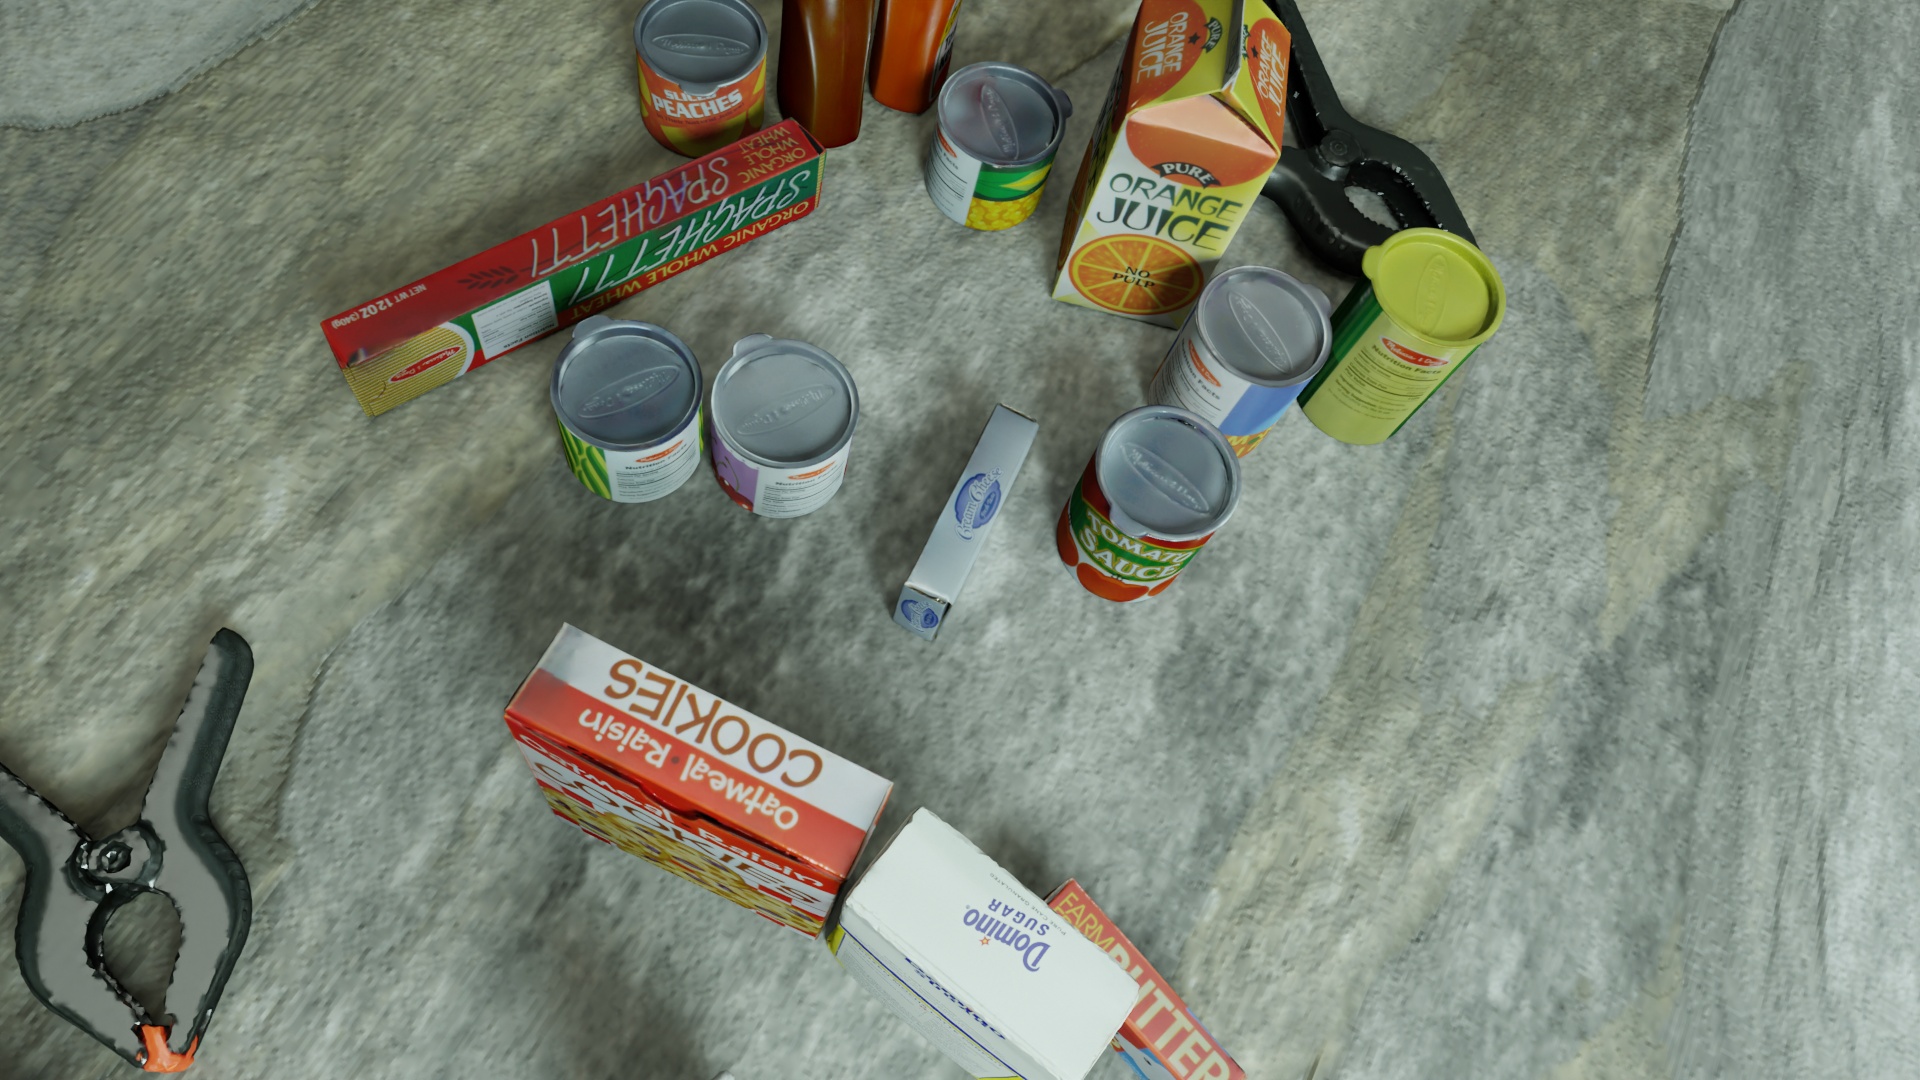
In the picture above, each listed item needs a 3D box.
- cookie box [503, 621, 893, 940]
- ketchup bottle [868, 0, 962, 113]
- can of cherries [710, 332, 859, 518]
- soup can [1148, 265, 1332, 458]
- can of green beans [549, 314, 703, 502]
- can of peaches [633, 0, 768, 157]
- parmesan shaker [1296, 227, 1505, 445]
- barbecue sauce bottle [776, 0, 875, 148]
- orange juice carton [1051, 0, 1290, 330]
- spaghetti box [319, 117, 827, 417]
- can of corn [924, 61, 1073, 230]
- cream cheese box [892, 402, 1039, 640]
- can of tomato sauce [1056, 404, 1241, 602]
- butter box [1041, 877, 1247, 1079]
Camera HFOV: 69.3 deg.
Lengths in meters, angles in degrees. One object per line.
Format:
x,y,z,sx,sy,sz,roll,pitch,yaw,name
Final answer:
-0.096,0.099,0.519,0.123,0.166,0.040,25,66,1,cookie box
-0.018,-0.289,0.709,0.043,0.148,0.065,15,66,-3,ketchup bottle
-0.083,-0.053,0.646,0.071,0.058,0.072,4,67,-8,can of cherries
0.138,-0.086,0.685,0.071,0.083,0.071,4,67,-8,soup can
-0.151,-0.058,0.637,0.071,0.057,0.071,4,67,-8,can of green beans
-0.134,-0.239,0.717,0.071,0.057,0.071,4,67,-8,can of peaches
0.213,-0.101,0.694,0.071,0.102,0.071,4,67,-8,parmesan shaker
-0.066,-0.264,0.690,0.044,0.148,0.065,-13,71,-15,barbecue sauce bottle
0.103,-0.186,0.662,0.073,0.192,0.072,13,66,-4,orange juice carton
-0.177,-0.134,0.669,0.251,0.050,0.029,-31,76,-20,spaghetti box
0.019,-0.206,0.730,0.071,0.058,0.071,4,67,-8,can of corn
0.002,-0.008,0.645,0.024,0.053,0.104,26,65,1,cream cheese box
0.084,-0.013,0.645,0.071,0.082,0.071,4,67,-8,can of tomato sauce
0.067,0.189,0.572,0.024,0.053,0.103,-38,78,-22,butter box
